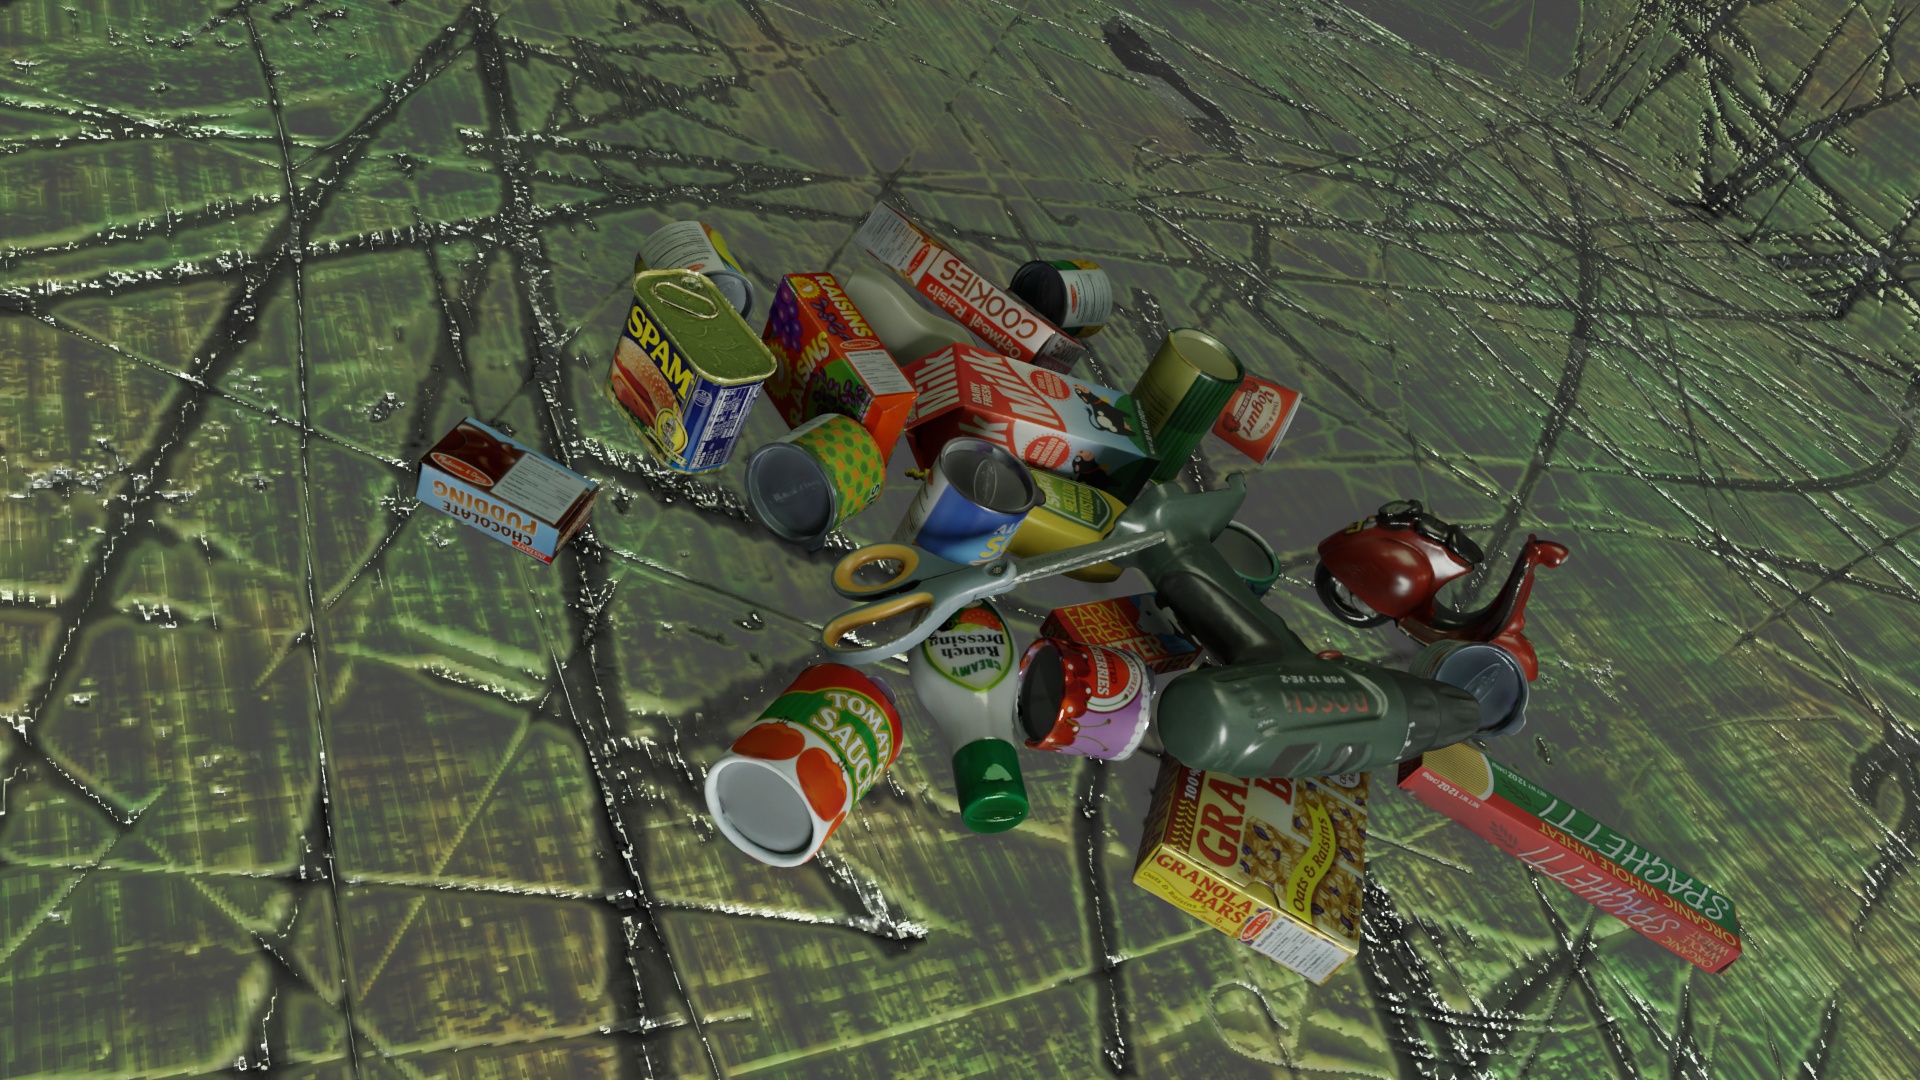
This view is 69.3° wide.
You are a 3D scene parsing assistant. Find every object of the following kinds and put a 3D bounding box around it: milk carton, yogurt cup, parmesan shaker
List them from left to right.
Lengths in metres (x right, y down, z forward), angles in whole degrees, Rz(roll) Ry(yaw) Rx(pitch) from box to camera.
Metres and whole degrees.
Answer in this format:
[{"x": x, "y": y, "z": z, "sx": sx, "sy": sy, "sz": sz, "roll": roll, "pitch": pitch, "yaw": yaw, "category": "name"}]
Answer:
[{"x": 0.035, "y": -0.076, "z": 0.966, "sx": 0.191, "sy": 0.073, "sz": 0.073, "roll": 15, "pitch": 40, "yaw": -20, "category": "milk carton"}, {"x": 0.164, "y": -0.101, "z": 1.057, "sx": 0.071, "sy": 0.102, "sz": 0.072, "roll": 19, "pitch": 39, "yaw": -16, "category": "parmesan shaker"}, {"x": 0.243, "y": -0.102, "z": 1.146, "sx": 0.054, "sy": 0.072, "sz": 0.073, "roll": 27, "pitch": 36, "yaw": 8, "category": "yogurt cup"}]

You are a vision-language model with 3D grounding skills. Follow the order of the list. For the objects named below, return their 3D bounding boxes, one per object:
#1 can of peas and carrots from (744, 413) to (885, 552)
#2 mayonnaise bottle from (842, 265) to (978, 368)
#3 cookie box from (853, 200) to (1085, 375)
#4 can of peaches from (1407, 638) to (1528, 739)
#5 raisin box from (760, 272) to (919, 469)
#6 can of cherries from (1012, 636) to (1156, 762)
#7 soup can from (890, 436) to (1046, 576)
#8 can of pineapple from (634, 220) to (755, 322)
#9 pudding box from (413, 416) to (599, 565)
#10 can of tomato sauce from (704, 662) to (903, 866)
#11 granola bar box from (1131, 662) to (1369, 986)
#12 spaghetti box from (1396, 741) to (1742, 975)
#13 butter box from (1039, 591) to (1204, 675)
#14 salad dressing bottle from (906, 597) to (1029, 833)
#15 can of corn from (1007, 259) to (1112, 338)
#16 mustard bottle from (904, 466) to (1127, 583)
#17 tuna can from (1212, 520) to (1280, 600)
[{"x": -0.086, "y": -0.036, "z": 0.847, "sx": 0.071, "sy": 0.070, "sz": 0.059, "roll": 39, "pitch": 37, "yaw": 10, "category": "can of peas and carrots"}, {"x": -0.025, "y": -0.137, "z": 1.008, "sx": 0.148, "sy": 0.064, "sz": 0.041, "roll": 29, "pitch": 29, "yaw": -9, "category": "mayonnaise bottle"}, {"x": 0.010, "y": -0.186, "z": 1.065, "sx": 0.167, "sy": 0.040, "sz": 0.123, "roll": 39, "pitch": 11, "yaw": 11, "category": "cookie box"}, {"x": 0.353, "y": 0.104, "z": 0.966, "sx": 0.071, "sy": 0.071, "sz": 0.058, "roll": 31, "pitch": -1, "yaw": 1, "category": "can of peaches"}, {"x": -0.085, "y": -0.104, "z": 0.906, "sx": 0.040, "sy": 0.085, "sz": 0.124, "roll": -11, "pitch": 54, "yaw": -36, "category": "raisin box"}, {"x": 0.070, "y": 0.090, "z": 0.803, "sx": 0.058, "sy": 0.071, "sz": 0.072, "roll": 12, "pitch": 41, "yaw": -23, "category": "can of cherries"}, {"x": 0.003, "y": -0.011, "z": 0.862, "sx": 0.071, "sy": 0.083, "sz": 0.072, "roll": 19, "pitch": 39, "yaw": -16, "category": "soup can"}, {"x": -0.180, "y": -0.172, "z": 0.940, "sx": 0.071, "sy": 0.070, "sz": 0.058, "roll": -5, "pitch": 49, "yaw": -38, "category": "can of pineapple"}, {"x": -0.247, "y": -0.028, "z": 0.757, "sx": 0.084, "sy": 0.030, "sz": 0.050, "roll": 28, "pitch": 38, "yaw": -4, "category": "pudding box"}, {"x": -0.075, "y": 0.109, "z": 0.684, "sx": 0.071, "sy": 0.070, "sz": 0.083, "roll": 36, "pitch": 38, "yaw": 7, "category": "can of tomato sauce"}, {"x": 0.177, "y": 0.160, "z": 0.821, "sx": 0.124, "sy": 0.038, "sz": 0.166, "roll": 29, "pitch": 37, "yaw": -1, "category": "granola bar box"}, {"x": 0.410, "y": 0.206, "z": 0.935, "sx": 0.250, "sy": 0.028, "sz": 0.050, "roll": 31, "pitch": 38, "yaw": 0, "category": "spaghetti box"}, {"x": 0.104, "y": 0.063, "z": 0.895, "sx": 0.104, "sy": 0.024, "sz": 0.053, "roll": -7, "pitch": 50, "yaw": -39, "category": "butter box"}, {"x": 0.007, "y": 0.092, "z": 0.778, "sx": 0.064, "sy": 0.043, "sz": 0.148, "roll": -1, "pitch": 45, "yaw": -13, "category": "salad dressing bottle"}, {"x": 0.081, "y": -0.198, "z": 1.145, "sx": 0.058, "sy": 0.070, "sz": 0.071, "roll": -12, "pitch": 54, "yaw": -43, "category": "can of corn"}, {"x": 0.039, "y": -0.021, "z": 0.926, "sx": 0.160, "sy": 0.048, "sz": 0.065, "roll": 19, "pitch": 36, "yaw": -16, "category": "mustard bottle"}, {"x": 0.193, "y": 0.018, "z": 0.999, "sx": 0.071, "sy": 0.032, "sz": 0.071, "roll": 19, "pitch": 38, "yaw": -15, "category": "tuna can"}]
